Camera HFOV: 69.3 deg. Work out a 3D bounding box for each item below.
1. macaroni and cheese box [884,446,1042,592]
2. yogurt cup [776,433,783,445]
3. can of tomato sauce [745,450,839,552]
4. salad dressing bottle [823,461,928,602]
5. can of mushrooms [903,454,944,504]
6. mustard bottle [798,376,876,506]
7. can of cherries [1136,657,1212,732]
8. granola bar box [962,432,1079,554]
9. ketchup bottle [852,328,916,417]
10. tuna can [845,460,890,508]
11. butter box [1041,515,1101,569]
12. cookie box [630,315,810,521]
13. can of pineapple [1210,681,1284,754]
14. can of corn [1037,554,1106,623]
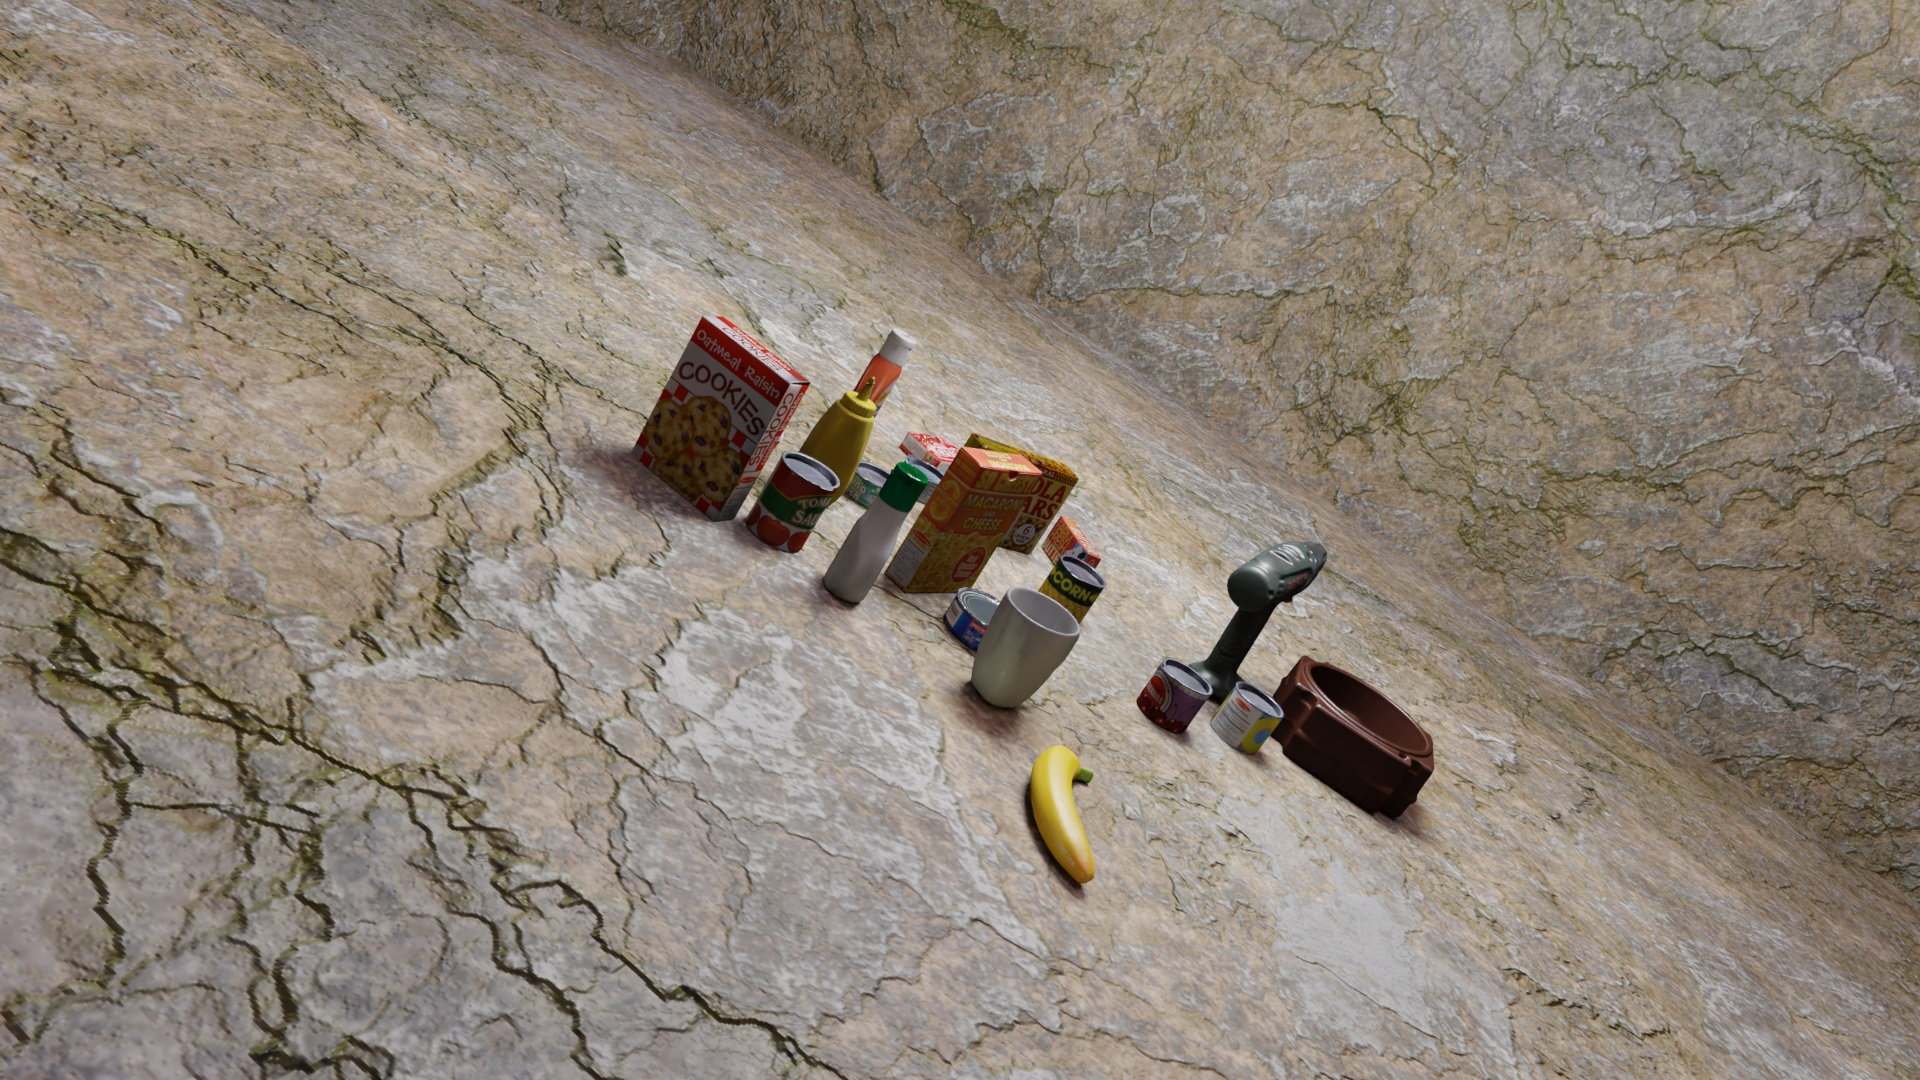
[{"bbox_3d":[0.005,-0.019,1.515,0.040,0.166,0.124,42,21,28],"label":"macaroni and cheese box"},{"bbox_3d":[-0.238,-0.110,1.538,0.072,0.053,0.072,28,19,-11],"label":"yogurt cup"},{"bbox_3d":[-0.171,-0.038,1.419,0.071,0.082,0.071,28,19,-11],"label":"can of tomato sauce"},{"bbox_3d":[-0.083,-0.009,1.381,0.044,0.147,0.064,24,20,-23],"label":"salad dressing bottle"},{"bbox_3d":[-0.051,-0.078,1.778,0.071,0.033,0.071,28,19,-11],"label":"can of mushrooms"},{"bbox_3d":[-0.133,-0.116,1.551,0.065,0.159,0.049,21,21,-30],"label":"mustard bottle"},{"bbox_3d":[0.238,0.174,1.563,0.071,0.058,0.072,28,19,-11],"label":"can of cherries"},{"bbox_3d":[0.052,-0.057,1.747,0.165,0.123,0.039,16,24,-40],"label":"granola bar box"},{"bbox_3d":[-0.111,-0.209,1.835,0.043,0.148,0.065,33,18,4],"label":"ketchup bottle"},{"bbox_3d":[-0.106,-0.064,1.660,0.071,0.032,0.071,28,19,-11],"label":"tuna can"},{"bbox_3d":[0.144,0.015,1.820,0.024,0.053,0.104,21,21,-29],"label":"butter box"},{"bbox_3d":[-0.241,-0.122,1.389,0.123,0.167,0.040,38,19,17],"label":"cookie box"},{"bbox_3d":[0.337,0.209,1.630,0.071,0.057,0.071,28,19,-11],"label":"can of pineapple"},{"bbox_3d":[0.133,0.060,1.684,0.071,0.058,0.071,28,19,-11],"label":"can of corn"}]
